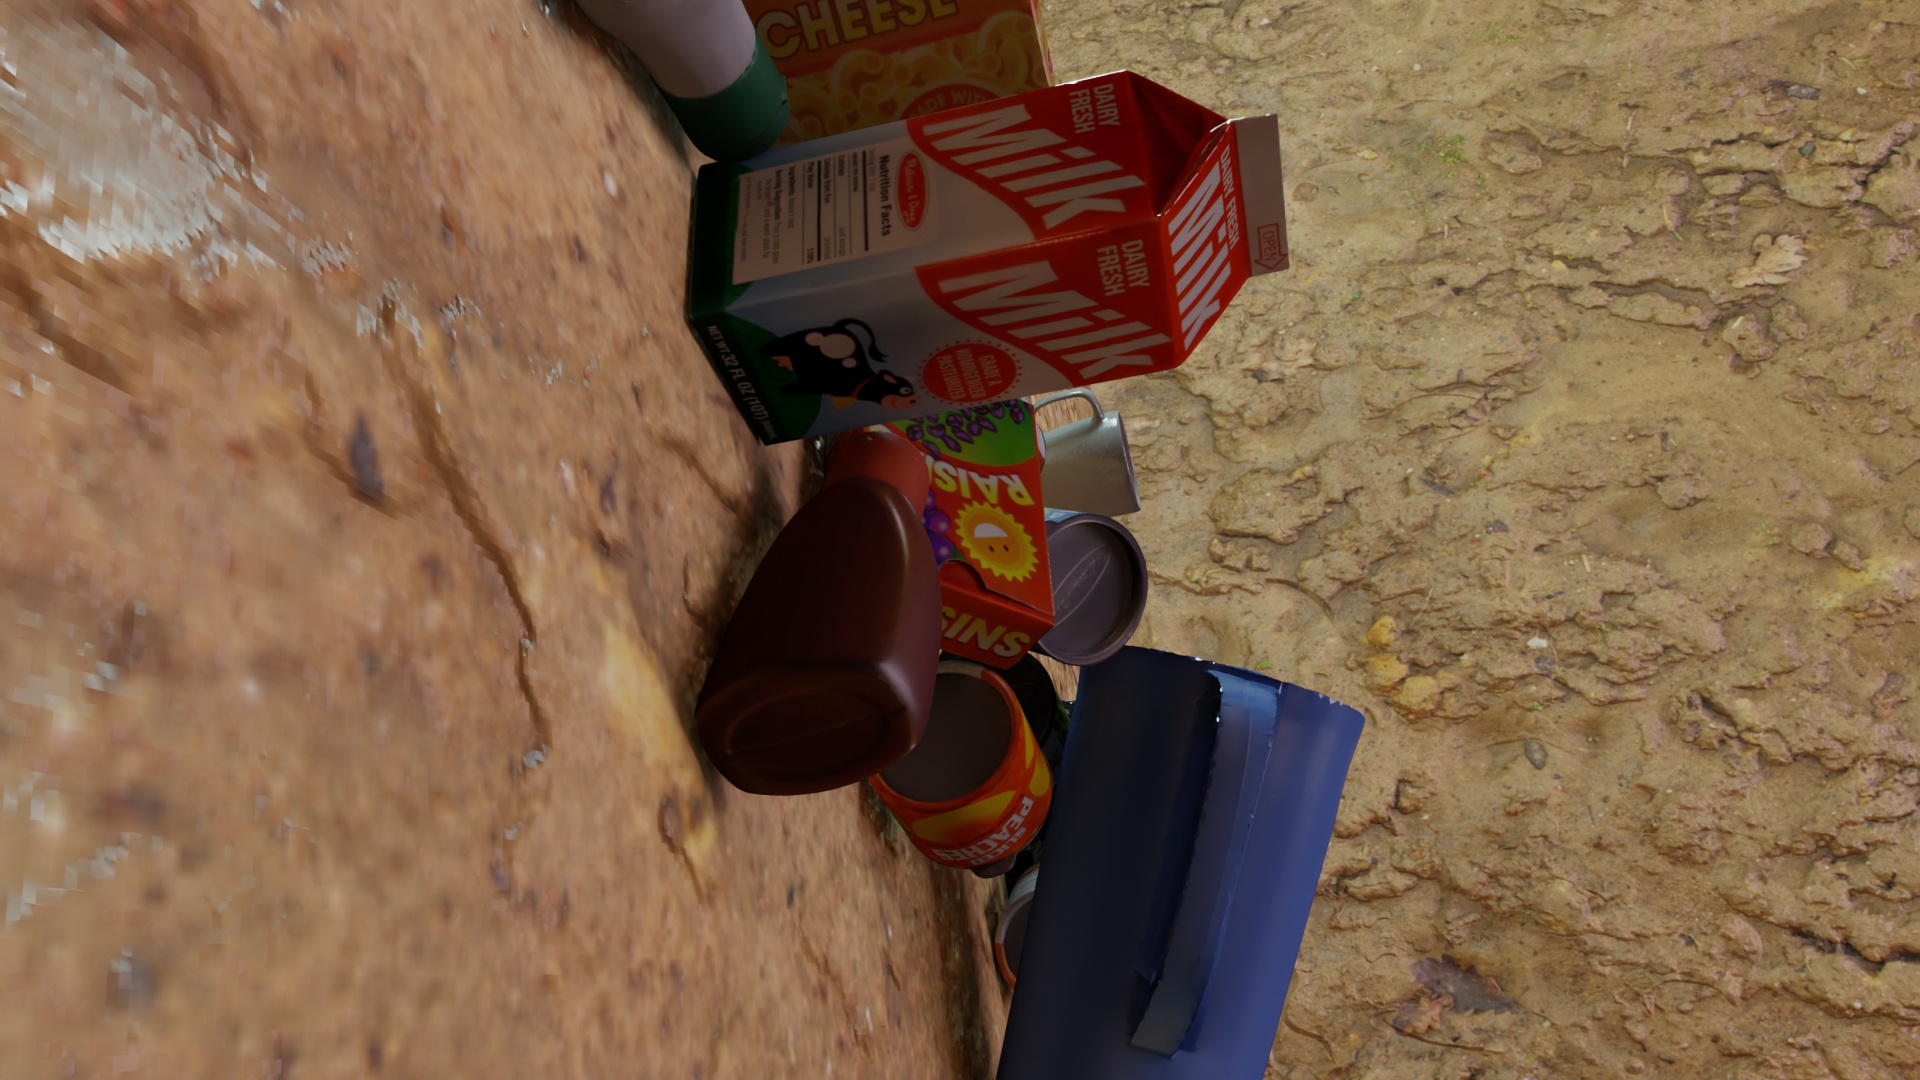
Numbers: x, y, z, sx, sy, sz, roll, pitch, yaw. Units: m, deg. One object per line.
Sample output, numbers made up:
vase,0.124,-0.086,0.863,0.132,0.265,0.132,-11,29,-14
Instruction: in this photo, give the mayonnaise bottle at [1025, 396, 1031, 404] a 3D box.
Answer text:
mayonnaise bottle,0.020,-0.087,0.912,0.041,0.065,0.149,66,20,-45

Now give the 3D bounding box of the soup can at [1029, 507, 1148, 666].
soup can,0.032,0.015,0.629,0.084,0.071,0.071,11,-63,59

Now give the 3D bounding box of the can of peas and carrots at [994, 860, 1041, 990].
can of peas and carrots,0.056,0.211,0.745,0.059,0.071,0.071,-12,91,-80

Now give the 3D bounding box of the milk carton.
milk carton,0.013,-0.096,0.466,0.072,0.190,0.074,66,16,-54

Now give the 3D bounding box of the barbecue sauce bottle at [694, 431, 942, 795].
barbecue sauce bottle,-0.035,0.014,0.431,0.149,0.065,0.043,-81,150,-59

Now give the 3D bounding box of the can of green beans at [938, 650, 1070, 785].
can of green beans,0.019,0.090,0.673,0.057,0.071,0.071,63,19,-62

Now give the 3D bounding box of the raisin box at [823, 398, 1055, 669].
raisin box,-0.010,-0.016,0.560,0.040,0.086,0.124,-51,-151,39

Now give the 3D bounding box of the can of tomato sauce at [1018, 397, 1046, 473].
can of tomato sauce,0.009,-0.061,0.800,0.083,0.071,0.071,52,29,-70

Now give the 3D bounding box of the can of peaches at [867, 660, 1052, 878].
can of peaches,0.000,0.091,0.553,0.057,0.071,0.071,67,15,-52

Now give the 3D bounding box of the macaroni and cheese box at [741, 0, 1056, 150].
macaroni and cheese box,-0.032,-0.180,0.502,0.040,0.124,0.165,-87,163,-60

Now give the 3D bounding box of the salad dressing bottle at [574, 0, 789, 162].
salad dressing bottle,-0.088,-0.164,0.401,0.147,0.044,0.064,57,22,-69
